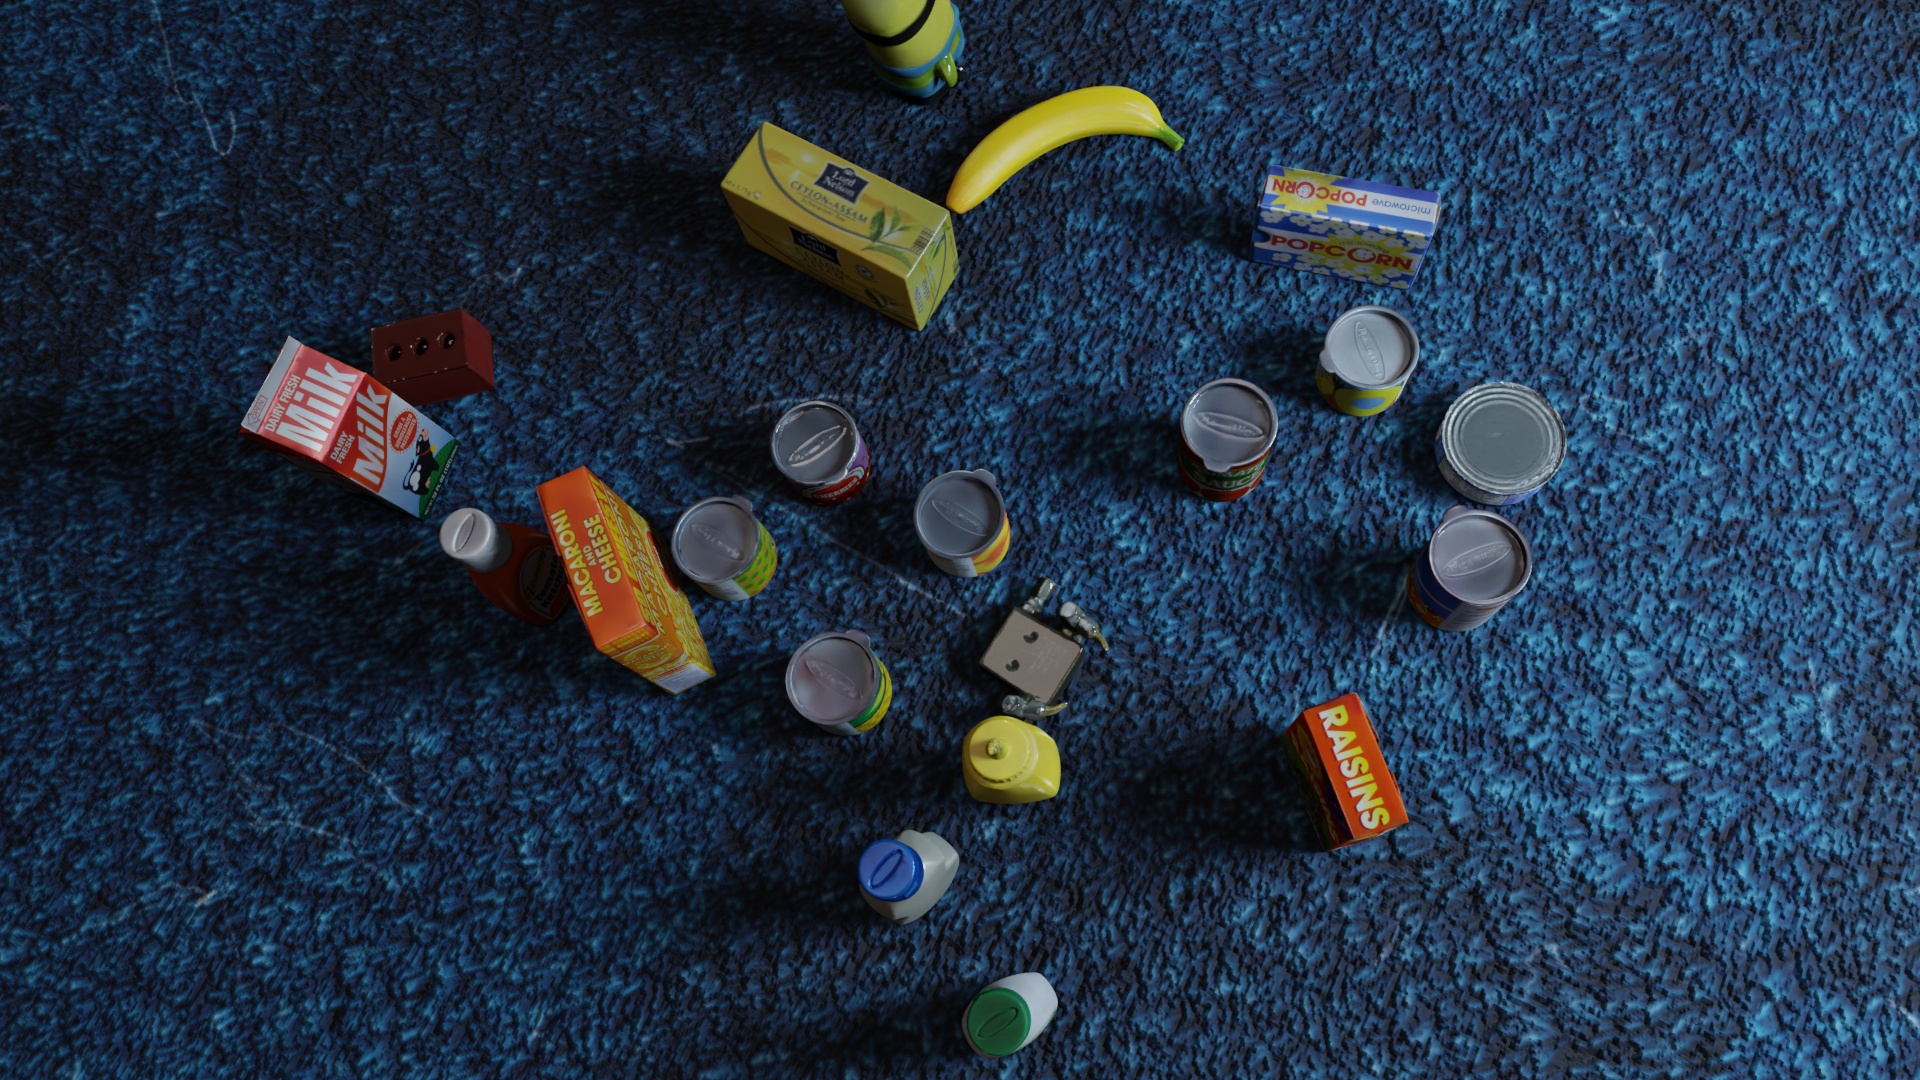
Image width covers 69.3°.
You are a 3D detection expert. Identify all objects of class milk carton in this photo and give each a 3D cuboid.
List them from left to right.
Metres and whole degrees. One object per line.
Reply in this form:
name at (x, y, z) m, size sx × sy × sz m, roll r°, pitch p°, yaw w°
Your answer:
milk carton at (-0.454, -0.082, 1.021) m, size 0.073 × 0.190 × 0.072 m, roll 17°, pitch 76°, yaw 11°

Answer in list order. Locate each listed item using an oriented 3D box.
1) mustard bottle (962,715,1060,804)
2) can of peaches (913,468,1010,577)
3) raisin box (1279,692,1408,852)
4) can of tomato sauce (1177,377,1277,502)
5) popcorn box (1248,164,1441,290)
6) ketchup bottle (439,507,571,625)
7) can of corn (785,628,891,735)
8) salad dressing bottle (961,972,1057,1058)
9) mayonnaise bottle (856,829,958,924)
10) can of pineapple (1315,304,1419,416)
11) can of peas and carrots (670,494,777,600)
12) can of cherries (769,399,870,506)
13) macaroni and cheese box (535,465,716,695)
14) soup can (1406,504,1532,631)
mustard bottle at (0.031, 0.143, 0.912) m, size 0.065 × 0.160 × 0.049 m, roll -5°, pitch 73°, yaw 5°
can of peaches at (0.004, -0.013, 1.017) m, size 0.071 × 0.058 × 0.071 m, roll -2°, pitch 73°, yaw 6°
raisin box at (0.248, 0.154, 0.903) m, size 0.040 × 0.123 × 0.086 m, roll -18°, pitch 72°, yaw 1°
can of tomato sauce at (0.190, -0.069, 0.999) m, size 0.071 × 0.083 × 0.071 m, roll -2°, pitch 73°, yaw 6°
popcorn box at (0.284, -0.233, 1.038) m, size 0.127 × 0.085 × 0.038 m, roll 13°, pitch 76°, yaw 10°
ketchup bottle at (-0.324, 0.015, 0.998) m, size 0.043 × 0.148 × 0.065 m, roll 16°, pitch 76°, yaw 11°
can of corn at (-0.084, 0.101, 0.992) m, size 0.071 × 0.058 × 0.071 m, roll -2°, pitch 73°, yaw 6°
salad dressing bottle at (0.029, 0.299, 0.871) m, size 0.064 × 0.147 × 0.044 m, roll -33°, pitch 73°, yaw -4°
mayonnaise bottle at (-0.037, 0.217, 0.904) m, size 0.041 × 0.147 × 0.065 m, roll 38°, pitch 81°, yaw 15°
can of pineapple at (0.295, -0.131, 1.019) m, size 0.071 × 0.057 × 0.071 m, roll -2°, pitch 73°, yaw 6°
can of peas and carrots at (-0.173, 0.005, 1.031) m, size 0.071 × 0.058 × 0.071 m, roll -2°, pitch 73°, yaw 6°
can of cherries at (-0.103, -0.062, 1.044) m, size 0.071 × 0.058 × 0.071 m, roll -2°, pitch 73°, yaw 6°
macaroni and cheese box at (-0.231, 0.033, 0.973) m, size 0.040 × 0.166 × 0.124 m, roll -25°, pitch 72°, yaw -1°
soup can at (0.346, 0.020, 0.954) m, size 0.071 × 0.083 × 0.071 m, roll -2°, pitch 73°, yaw 6°
